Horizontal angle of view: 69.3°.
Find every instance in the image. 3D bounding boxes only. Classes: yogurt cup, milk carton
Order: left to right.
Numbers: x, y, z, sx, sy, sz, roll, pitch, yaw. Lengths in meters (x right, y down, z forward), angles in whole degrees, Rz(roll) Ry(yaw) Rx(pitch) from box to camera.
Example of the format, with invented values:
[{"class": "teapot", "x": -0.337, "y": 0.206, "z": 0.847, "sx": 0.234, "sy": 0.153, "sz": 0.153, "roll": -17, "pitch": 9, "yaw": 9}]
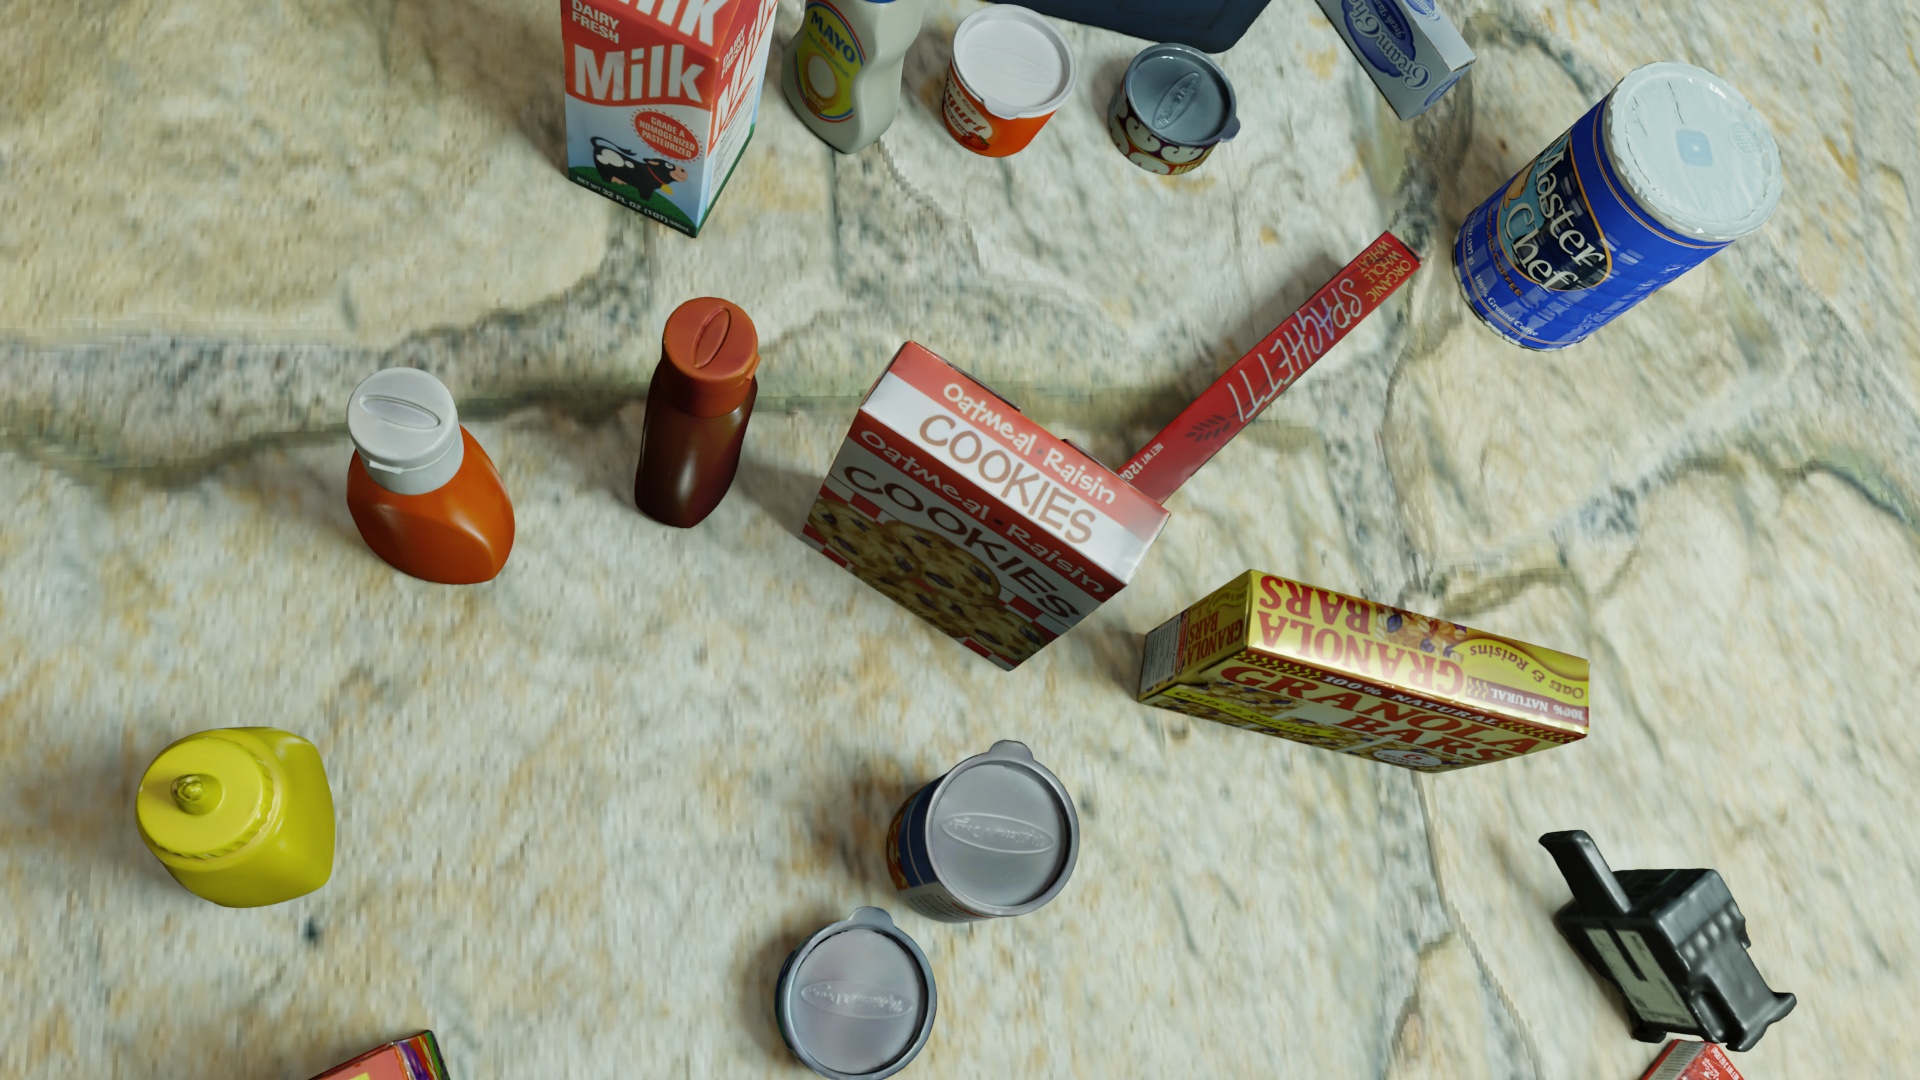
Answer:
[{"class": "milk carton", "x": -0.130, "y": -0.224, "z": 0.623, "sx": 0.072, "sy": 0.190, "sz": 0.074, "roll": 25, "pitch": 68, "yaw": -6}, {"class": "yogurt cup", "x": 0.022, "y": -0.243, "z": 0.744, "sx": 0.072, "sy": 0.053, "sz": 0.072, "roll": 5, "pitch": 71, "yaw": -14}]

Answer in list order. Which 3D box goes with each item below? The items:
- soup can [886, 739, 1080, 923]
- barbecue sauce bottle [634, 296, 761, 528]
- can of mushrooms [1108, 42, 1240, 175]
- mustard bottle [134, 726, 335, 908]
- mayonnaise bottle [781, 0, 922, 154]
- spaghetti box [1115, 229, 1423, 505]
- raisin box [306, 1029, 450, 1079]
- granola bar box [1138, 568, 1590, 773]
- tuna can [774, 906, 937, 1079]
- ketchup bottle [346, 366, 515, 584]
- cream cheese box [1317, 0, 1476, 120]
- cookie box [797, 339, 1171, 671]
[{"class": "soup can", "x": 0.008, "y": 0.128, "z": 0.602, "sx": 0.071, "sy": 0.083, "sz": 0.071, "roll": 5, "pitch": 72, "yaw": -14}, {"class": "barbecue sauce bottle", "x": -0.112, "y": -0.055, "z": 0.595, "sx": 0.044, "sy": 0.148, "sz": 0.065, "roll": 24, "pitch": 68, "yaw": -6}, {"class": "can of mushrooms", "x": 0.120, "y": -0.240, "z": 0.781, "sx": 0.071, "sy": 0.033, "sz": 0.071, "roll": 5, "pitch": 71, "yaw": -14}, {"class": "mustard bottle", "x": -0.261, "y": 0.096, "z": 0.499, "sx": 0.049, "sy": 0.159, "sz": 0.065, "roll": -9, "pitch": 75, "yaw": -17}, {"class": "mayonnaise bottle", "x": -0.050, "y": -0.253, "z": 0.677, "sx": 0.041, "sy": 0.147, "sz": 0.065, "roll": -42, "pitch": 87, "yaw": -22}, {"class": "spaghetti box", "x": 0.151, "y": -0.079, "z": 0.727, "sx": 0.251, "sy": 0.050, "sz": 0.029, "roll": -41, "pitch": 86, "yaw": -23}, {"class": "raisin box", "x": -0.197, "y": 0.224, "z": 0.494, "sx": 0.040, "sy": 0.123, "sz": 0.086, "roll": -20, "pitch": 79, "yaw": -20}, {"class": "granola bar box", "x": 0.182, "y": 0.067, "z": 0.648, "sx": 0.166, "sy": 0.123, "sz": 0.039, "roll": 15, "pitch": 70, "yaw": -10}, {"class": "tuna can", "x": -0.045, "y": 0.194, "z": 0.594, "sx": 0.071, "sy": 0.032, "sz": 0.071, "roll": 5, "pitch": 71, "yaw": -14}, {"class": "ketchup bottle", "x": -0.215, "y": -0.023, "z": 0.557, "sx": 0.065, "sy": 0.148, "sz": 0.044, "roll": 17, "pitch": 69, "yaw": -9}, {"class": "cream cheese box", "x": 0.257, "y": -0.308, "z": 0.829, "sx": 0.024, "sy": 0.053, "sz": 0.104, "roll": -29, "pitch": 82, "yaw": -21}, {"class": "cookie box", "x": 0.002, "y": -0.008, "z": 0.600, "sx": 0.123, "sy": 0.167, "sz": 0.040, "roll": 33, "pitch": 68, "yaw": -3}]
